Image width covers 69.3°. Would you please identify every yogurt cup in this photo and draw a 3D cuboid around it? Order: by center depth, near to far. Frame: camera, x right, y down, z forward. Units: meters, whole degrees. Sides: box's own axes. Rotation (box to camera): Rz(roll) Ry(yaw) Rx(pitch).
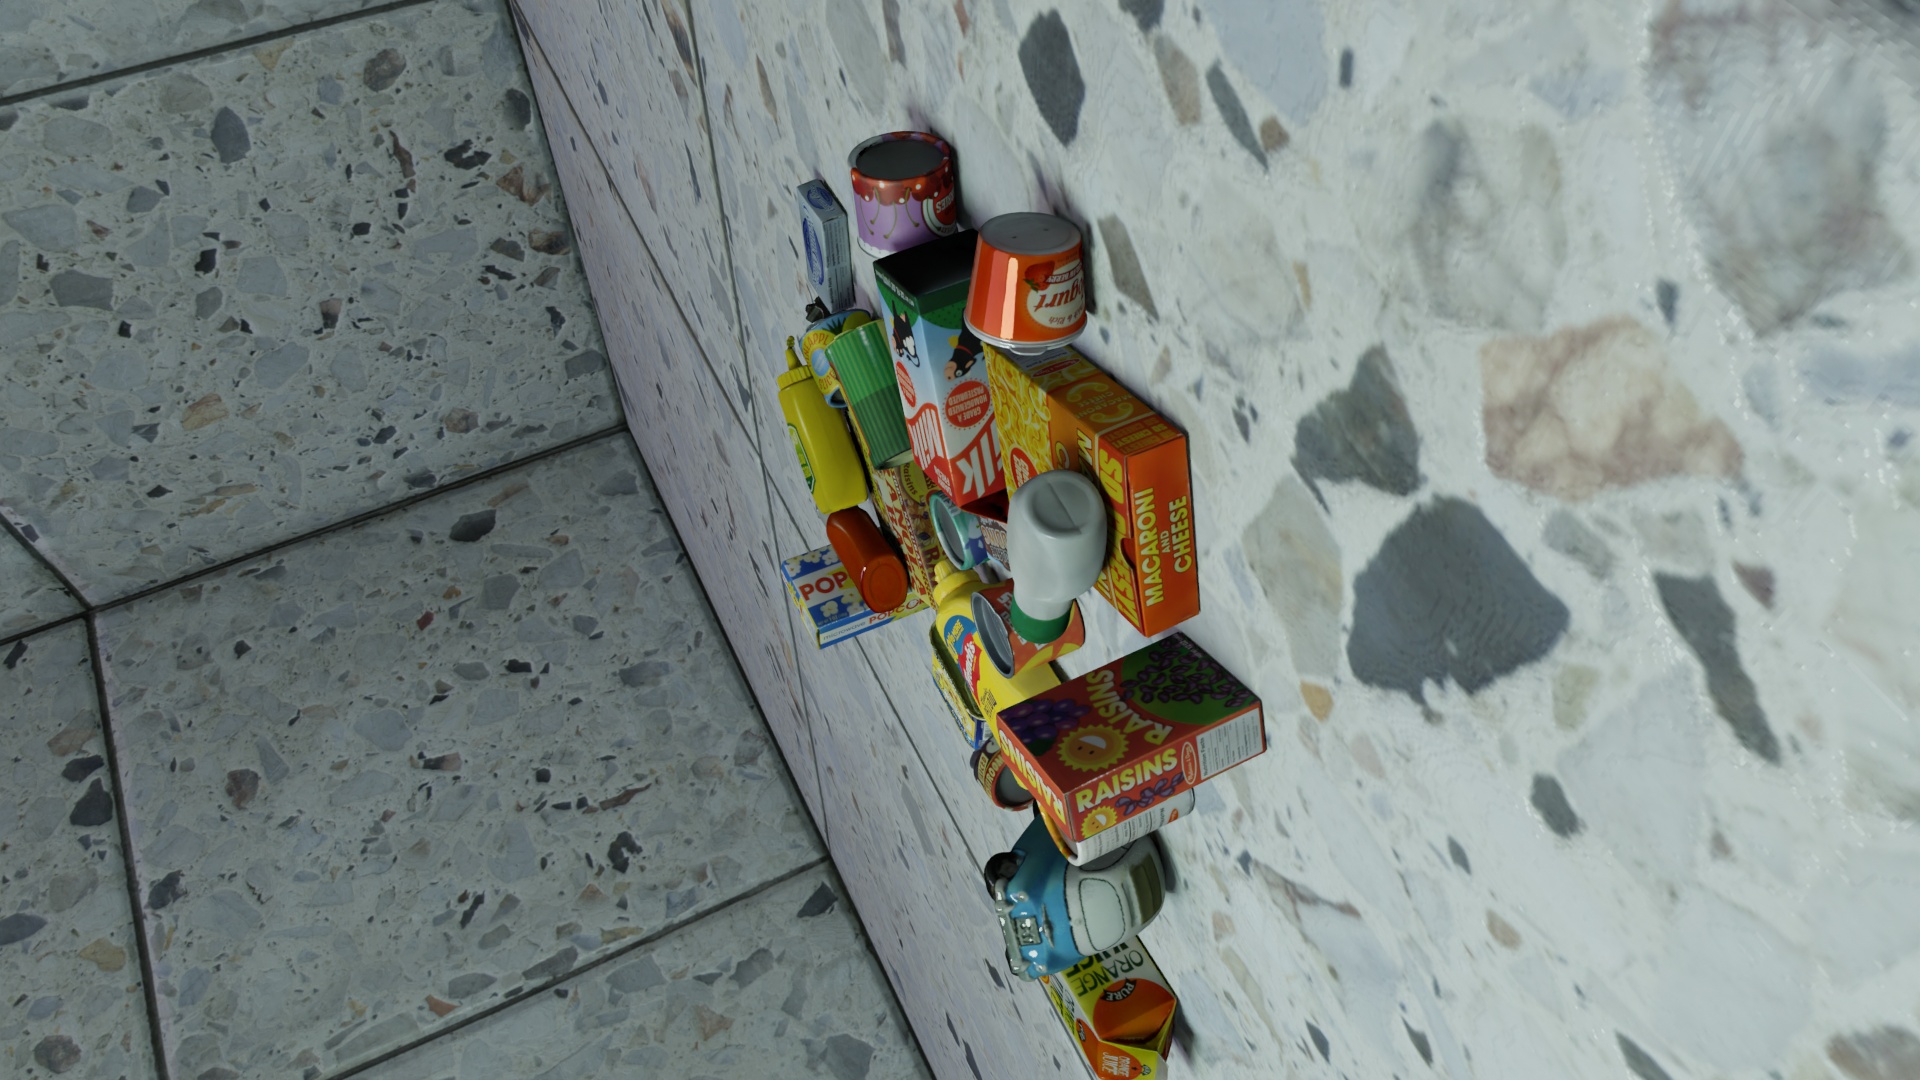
[{"bbox_3d":[0.036,-0.142,0.749,0.072,0.072,0.053,51,149,45],"label":"yogurt cup"}]

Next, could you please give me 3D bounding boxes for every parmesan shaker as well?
[{"bbox_3d":[-0.058,-0.113,1.081,0.103,0.071,0.071,67,164,6],"label":"parmesan shaker"}]

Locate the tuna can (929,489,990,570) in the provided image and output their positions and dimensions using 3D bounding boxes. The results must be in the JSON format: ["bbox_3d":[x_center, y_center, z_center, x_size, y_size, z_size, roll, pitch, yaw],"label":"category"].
[{"bbox_3d":[0.004,-0.014,1.078,0.071,0.033,0.070,58,162,32],"label":"tuna can"}]

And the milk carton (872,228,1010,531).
[{"bbox_3d":[0.006,-0.092,0.891,0.072,0.073,0.189,48,155,51],"label":"milk carton"}]

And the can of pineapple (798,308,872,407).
[{"bbox_3d":[-0.095,-0.151,1.156,0.058,0.071,0.070,64,164,12],"label":"can of pineapple"}]

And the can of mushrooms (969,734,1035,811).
[{"bbox_3d":[0.045,0.187,1.138,0.033,0.071,0.070,45,152,51],"label":"can of mushrooms"}]

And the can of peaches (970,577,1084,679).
[{"bbox_3d":[0.048,0.056,0.979,0.071,0.058,0.071,58,160,34],"label":"can of peaches"}]

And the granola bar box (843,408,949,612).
[{"bbox_3d":[-0.044,-0.034,1.197,0.124,0.039,0.165,-147,39,-67],"label":"granola bar box"}]

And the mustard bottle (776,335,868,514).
[{"bbox_3d":[-0.128,-0.103,1.226,0.065,0.049,0.160,161,89,-75],"label":"mustard bottle"}]

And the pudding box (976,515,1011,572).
[{"bbox_3d":[0.042,-0.003,0.971,0.084,0.030,0.049,35,145,63],"label":"pudding box"}]

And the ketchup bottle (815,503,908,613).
[{"bbox_3d":[-0.093,0.001,1.255,0.149,0.043,0.064,-127,21,-51],"label":"ketchup bottle"}]

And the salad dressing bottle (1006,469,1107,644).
[{"bbox_3d":[0.051,0.014,0.791,0.064,0.044,0.147,59,165,23],"label":"salad dressing bottle"}]

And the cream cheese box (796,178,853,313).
[{"bbox_3d":[-0.113,-0.248,1.174,0.053,0.024,0.103,56,160,33],"label":"cream cheese box"}]

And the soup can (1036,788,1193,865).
[{"bbox_3d":[0.097,0.163,0.907,0.071,0.084,0.071,58,161,33],"label":"soup can"}]

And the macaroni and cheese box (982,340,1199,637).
[{"bbox_3d":[0.073,-0.038,0.803,0.167,0.040,0.123,48,156,51],"label":"macaroni and cheese box"}]

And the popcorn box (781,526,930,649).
[{"bbox_3d":[-0.093,0.040,1.295,0.085,0.127,0.038,57,158,33],"label":"popcorn box"}]

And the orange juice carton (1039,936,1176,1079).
[{"bbox_3d":[0.115,0.358,1.125,0.193,0.073,0.071,54,159,39],"label":"orange juice carton"}]

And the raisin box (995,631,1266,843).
[{"bbox_3d":[0.093,0.107,0.774,0.086,0.124,0.040,45,151,54],"label":"raisin box"}]

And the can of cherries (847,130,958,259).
[{"bbox_3d":[-0.033,-0.218,0.880,0.072,0.072,0.058,53,157,43],"label":"can of cherries"}]
